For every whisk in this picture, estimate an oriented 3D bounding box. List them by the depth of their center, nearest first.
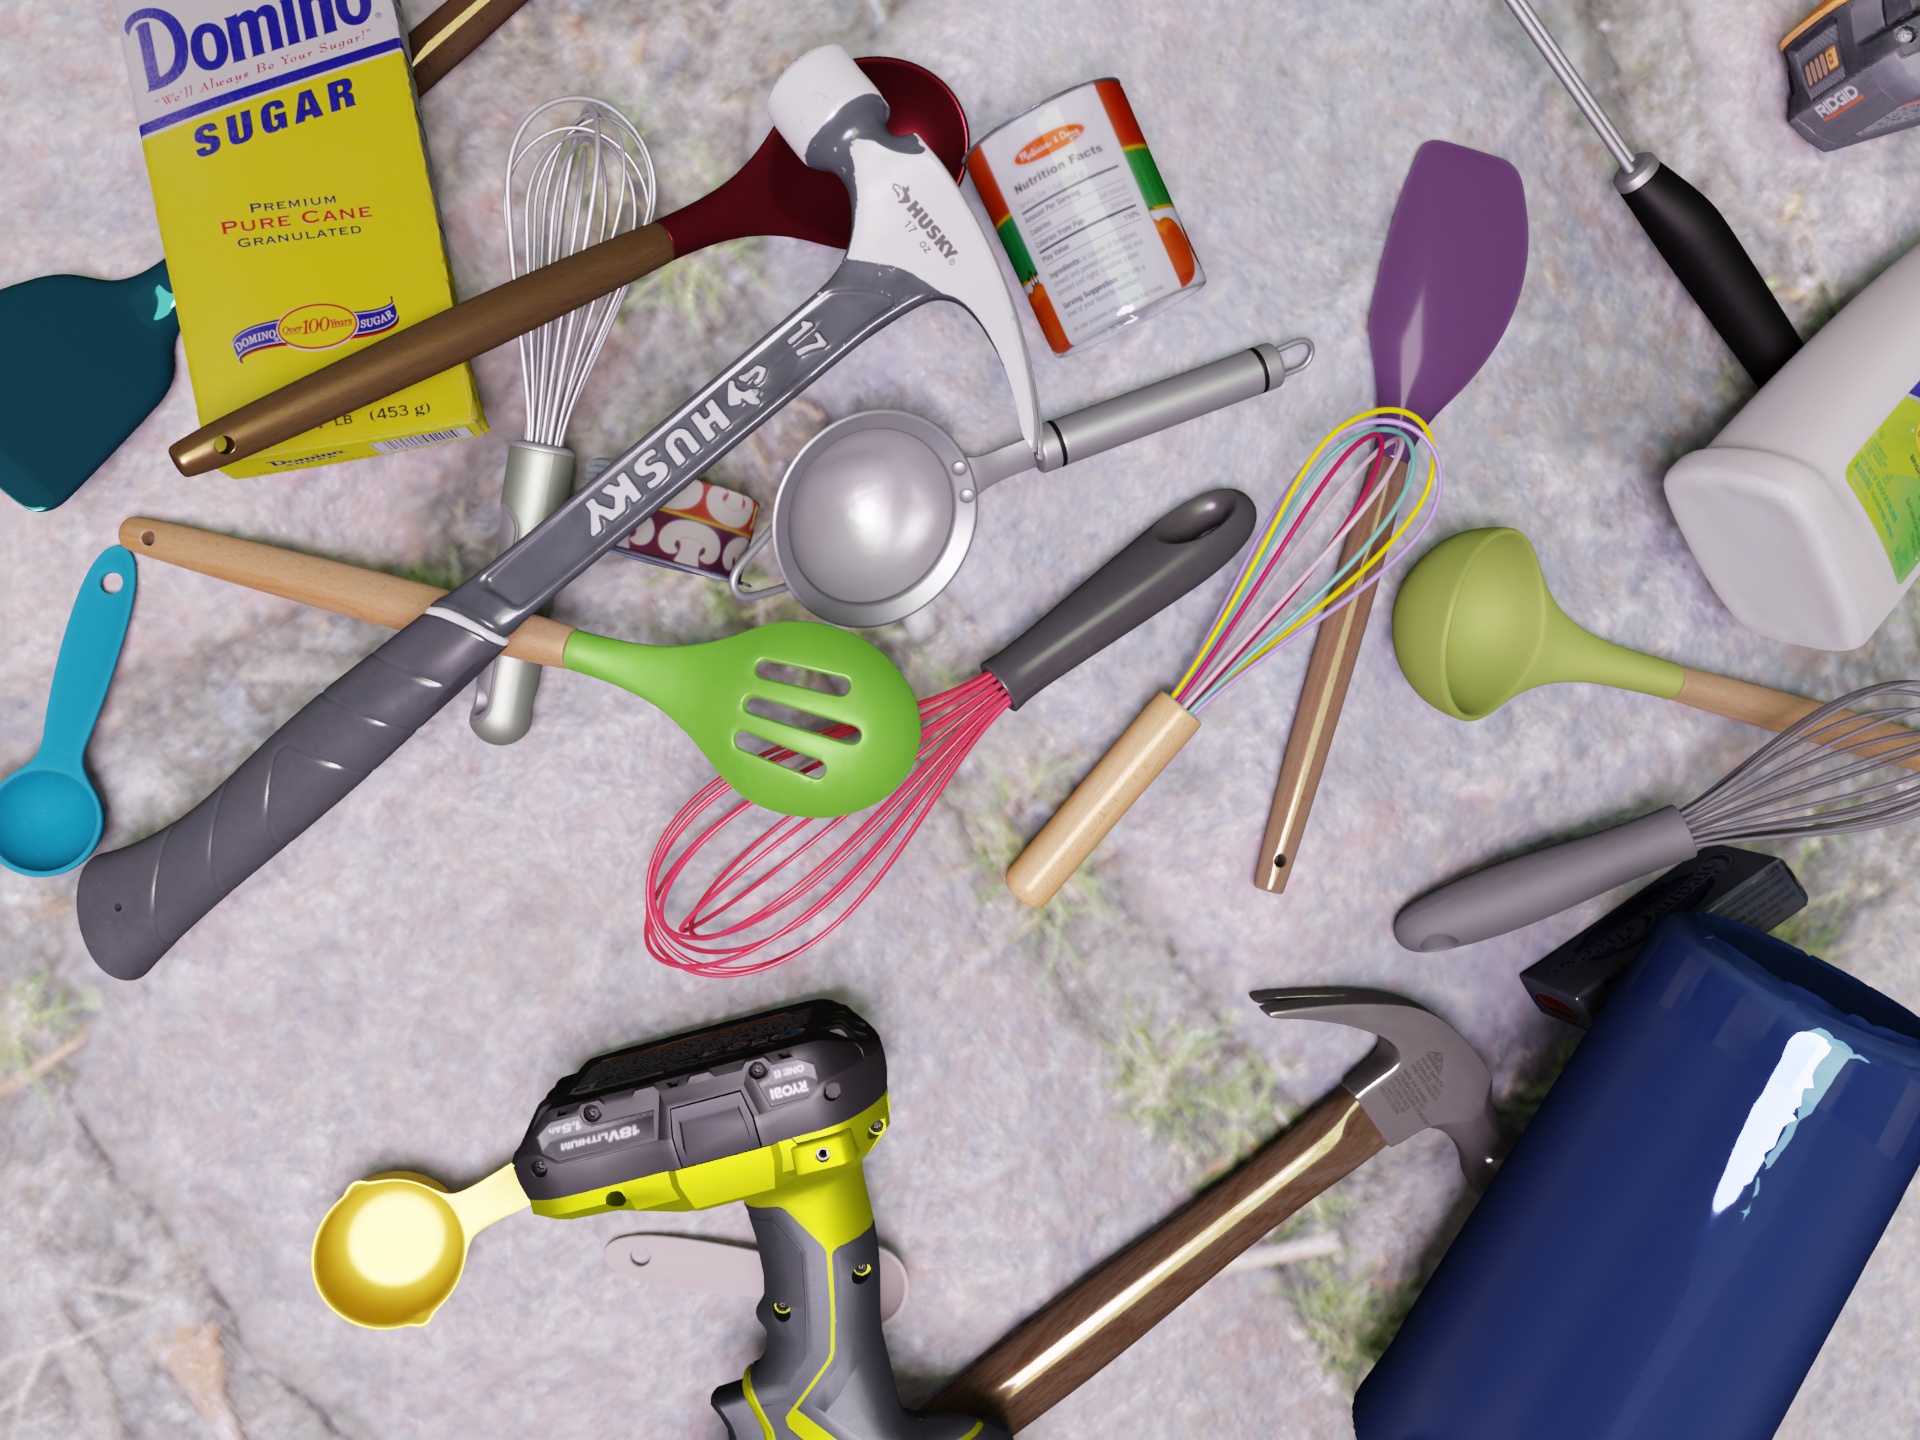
[{"bbox_3d":[-0.158,-0.111,0.604,0.059,0.058,0.246,6,97,-36],"label":"whisk"},{"bbox_3d":[-0.001,-0.002,0.619,0.296,0.073,0.073,-37,96,-9],"label":"whisk"},{"bbox_3d":[0.099,-0.025,0.630,0.245,0.047,0.051,-50,52,6],"label":"whisk"},{"bbox_3d":[0.288,0.044,0.636,0.239,0.055,0.055,-23,95,12],"label":"whisk"}]

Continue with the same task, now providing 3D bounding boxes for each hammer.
[{"bbox_3d":[-0.152,-0.041,0.550,0.409,0.036,0.149,-38,85,9],"label":"hammer"},{"bbox_3d":[0.074,0.229,0.651,0.331,0.031,0.130,-36,96,-3],"label":"hammer"}]

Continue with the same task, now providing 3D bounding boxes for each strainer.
[{"bbox_3d":[0.026,-0.104,0.626,0.258,0.050,0.086,-21,122,-11],"label":"strainer"}]

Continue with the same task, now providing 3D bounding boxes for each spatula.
[{"bbox_3d":[-0.245,-0.209,0.590,0.317,0.044,0.082,-43,97,-3],"label":"spatula"},{"bbox_3d":[0.171,-0.081,0.652,0.059,0.018,0.316,16,90,-3],"label":"spatula"}]

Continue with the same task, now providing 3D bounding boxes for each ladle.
[{"bbox_3d":[-0.126,-0.159,0.564,0.315,0.031,0.069,-33,117,-25],"label":"ladle"},{"bbox_3d":[0.324,-0.008,0.654,0.320,0.062,0.078,15,94,-9],"label":"ladle"}]

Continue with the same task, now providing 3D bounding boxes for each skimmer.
[{"bbox_3d":[0.209,-0.250,0.634,0.363,0.090,0.127,44,51,-17],"label":"skimmer"}]

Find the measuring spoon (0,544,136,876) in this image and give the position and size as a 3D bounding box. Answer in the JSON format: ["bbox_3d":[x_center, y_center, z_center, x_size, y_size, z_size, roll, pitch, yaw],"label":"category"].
[{"bbox_3d":[-0.335,-0.004,0.607,0.042,0.021,0.129,13,82,-6],"label":"measuring spoon"}]

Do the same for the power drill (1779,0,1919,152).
[{"bbox_3d":[0.350,-0.350,0.629,0.185,0.084,0.226,-17,91,-2],"label":"power drill"}]

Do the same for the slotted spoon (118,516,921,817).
[{"bbox_3d":[-0.167,-0.031,0.583,0.314,0.031,0.070,15,90,8],"label":"slotted spoon"}]

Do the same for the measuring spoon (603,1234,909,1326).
[{"bbox_3d":[-0.082,0.222,0.646,0.124,0.018,0.034,7,92,0],"label":"measuring spoon"}]

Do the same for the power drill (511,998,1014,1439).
[{"bbox_3d":[-0.079,0.232,0.594,0.171,0.080,0.223,-15,92,-1],"label":"power drill"}]

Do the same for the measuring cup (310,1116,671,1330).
[{"bbox_3d":[-0.178,0.183,0.631,0.156,0.029,0.062,-26,93,-16],"label":"measuring cup"}]
